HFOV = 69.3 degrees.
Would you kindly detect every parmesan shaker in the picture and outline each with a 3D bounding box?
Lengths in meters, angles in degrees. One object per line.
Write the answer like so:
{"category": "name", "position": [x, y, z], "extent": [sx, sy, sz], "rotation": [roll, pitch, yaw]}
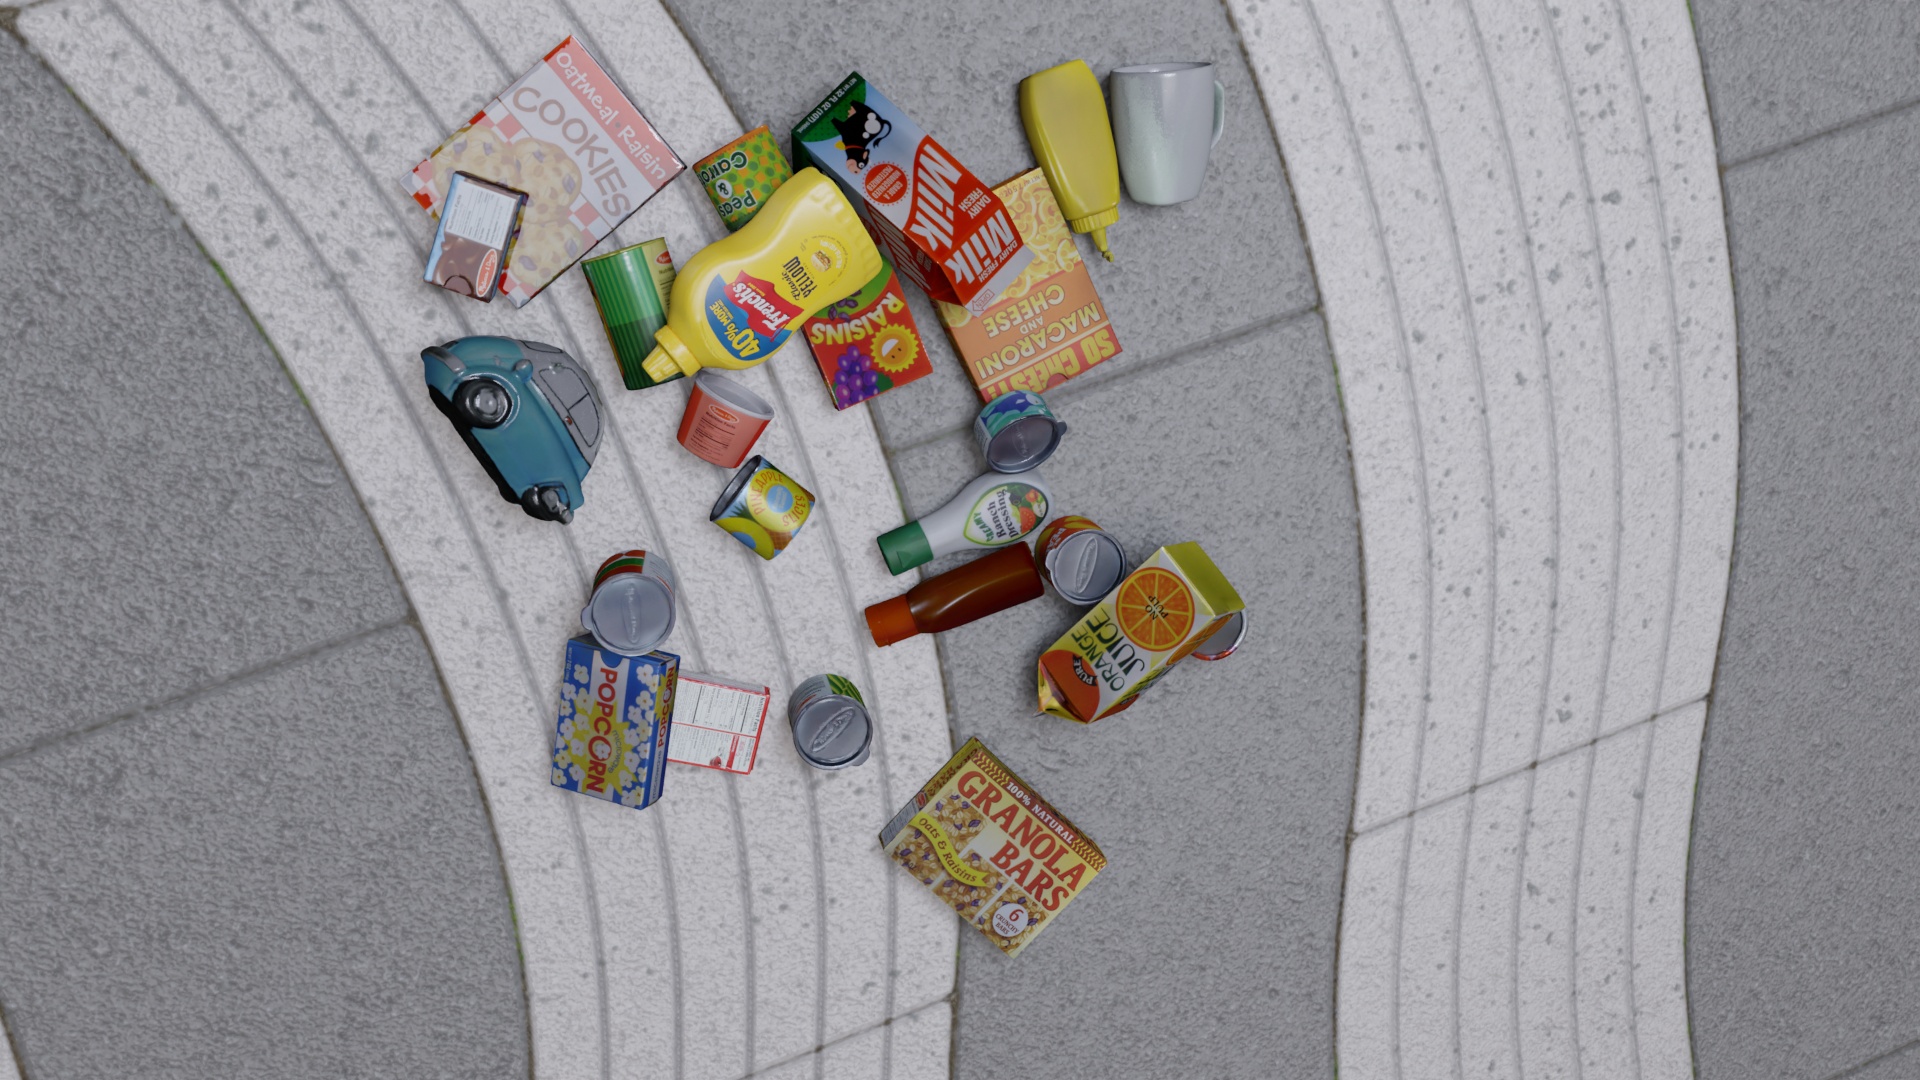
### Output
{"category": "parmesan shaker", "position": [-0.242, -0.172, 1.060], "extent": [0.071, 0.071, 0.102], "rotation": [-18, 106, -7]}

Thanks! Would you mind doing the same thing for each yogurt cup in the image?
{"category": "yogurt cup", "position": [-0.188, -0.093, 1.094], "extent": [0.072, 0.072, 0.053], "rotation": [25, 105, -16]}

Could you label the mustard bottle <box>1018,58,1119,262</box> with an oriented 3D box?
{"category": "mustard bottle", "position": [0.095, -0.299, 1.115], "extent": [0.065, 0.049, 0.159], "rotation": [-20, 106, -8]}

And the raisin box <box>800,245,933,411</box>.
{"category": "raisin box", "position": [-0.084, -0.176, 1.110], "extent": [0.086, 0.040, 0.123], "rotation": [-24, 105, -7]}

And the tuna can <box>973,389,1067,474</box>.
{"category": "tuna can", "position": [0.048, -0.089, 1.128], "extent": [0.071, 0.033, 0.070], "rotation": [-17, 143, -13]}

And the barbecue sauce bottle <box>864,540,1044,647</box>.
{"category": "barbecue sauce bottle", "position": [-0.006, 0.049, 1.168], "extent": [0.148, 0.064, 0.044], "rotation": [-21, 62, 0]}

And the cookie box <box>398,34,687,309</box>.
{"category": "cookie box", "position": [-0.309, -0.275, 1.040], "extent": [0.167, 0.040, 0.122], "rotation": [-40, 107, 0]}

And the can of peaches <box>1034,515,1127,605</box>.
{"category": "can of peaches", "position": [0.099, 0.015, 1.181], "extent": [0.071, 0.058, 0.071], "rotation": [-3, 103, -11]}

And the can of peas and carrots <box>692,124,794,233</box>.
{"category": "can of peas and carrots", "position": [-0.163, -0.274, 1.055], "extent": [0.071, 0.071, 0.058], "rotation": [-30, 106, -4]}

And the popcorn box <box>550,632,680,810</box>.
{"category": "popcorn box", "position": [-0.279, 0.146, 1.122], "extent": [0.085, 0.038, 0.126], "rotation": [13, 101, 16]}

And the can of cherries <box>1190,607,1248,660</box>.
{"category": "can of cherries", "position": [0.208, 0.067, 1.215], "extent": [0.071, 0.058, 0.071], "rotation": [-3, 103, -12]}

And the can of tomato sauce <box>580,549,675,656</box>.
{"category": "can of tomato sauce", "position": [-0.261, 0.048, 1.099], "extent": [0.071, 0.083, 0.071], "rotation": [-3, 103, -11]}

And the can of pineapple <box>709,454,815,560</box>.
{"category": "can of pineapple", "position": [-0.157, -0.026, 1.112], "extent": [0.058, 0.071, 0.071], "rotation": [37, 93, -18]}

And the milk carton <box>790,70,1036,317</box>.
{"category": "milk carton", "position": [-0.035, -0.254, 1.047], "extent": [0.190, 0.073, 0.072], "rotation": [42, 78, 4]}

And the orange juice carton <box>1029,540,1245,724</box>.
{"category": "orange juice carton", "position": [0.138, 0.089, 1.167], "extent": [0.192, 0.072, 0.073], "rotation": [-45, 71, 26]}

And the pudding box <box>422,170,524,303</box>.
{"category": "pudding box", "position": [-0.353, -0.220, 1.007], "extent": [0.050, 0.030, 0.083], "rotation": [17, 100, -16]}

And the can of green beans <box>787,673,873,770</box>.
{"category": "can of green beans", "position": [-0.110, 0.152, 1.167], "extent": [0.071, 0.058, 0.071], "rotation": [-3, 103, -11]}

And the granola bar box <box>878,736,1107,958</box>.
{"category": "granola bar box", "position": [0.029, 0.273, 1.233], "extent": [0.165, 0.039, 0.124], "rotation": [43, 91, -17]}

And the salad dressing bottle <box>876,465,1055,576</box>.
{"category": "salad dressing bottle", "position": [0.004, -0.015, 1.161], "extent": [0.148, 0.044, 0.064], "rotation": [-23, 116, -6]}

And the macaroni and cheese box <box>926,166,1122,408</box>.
{"category": "macaroni and cheese box", "position": [0.042, -0.200, 1.130], "extent": [0.124, 0.040, 0.166], "rotation": [-28, 106, -4]}
